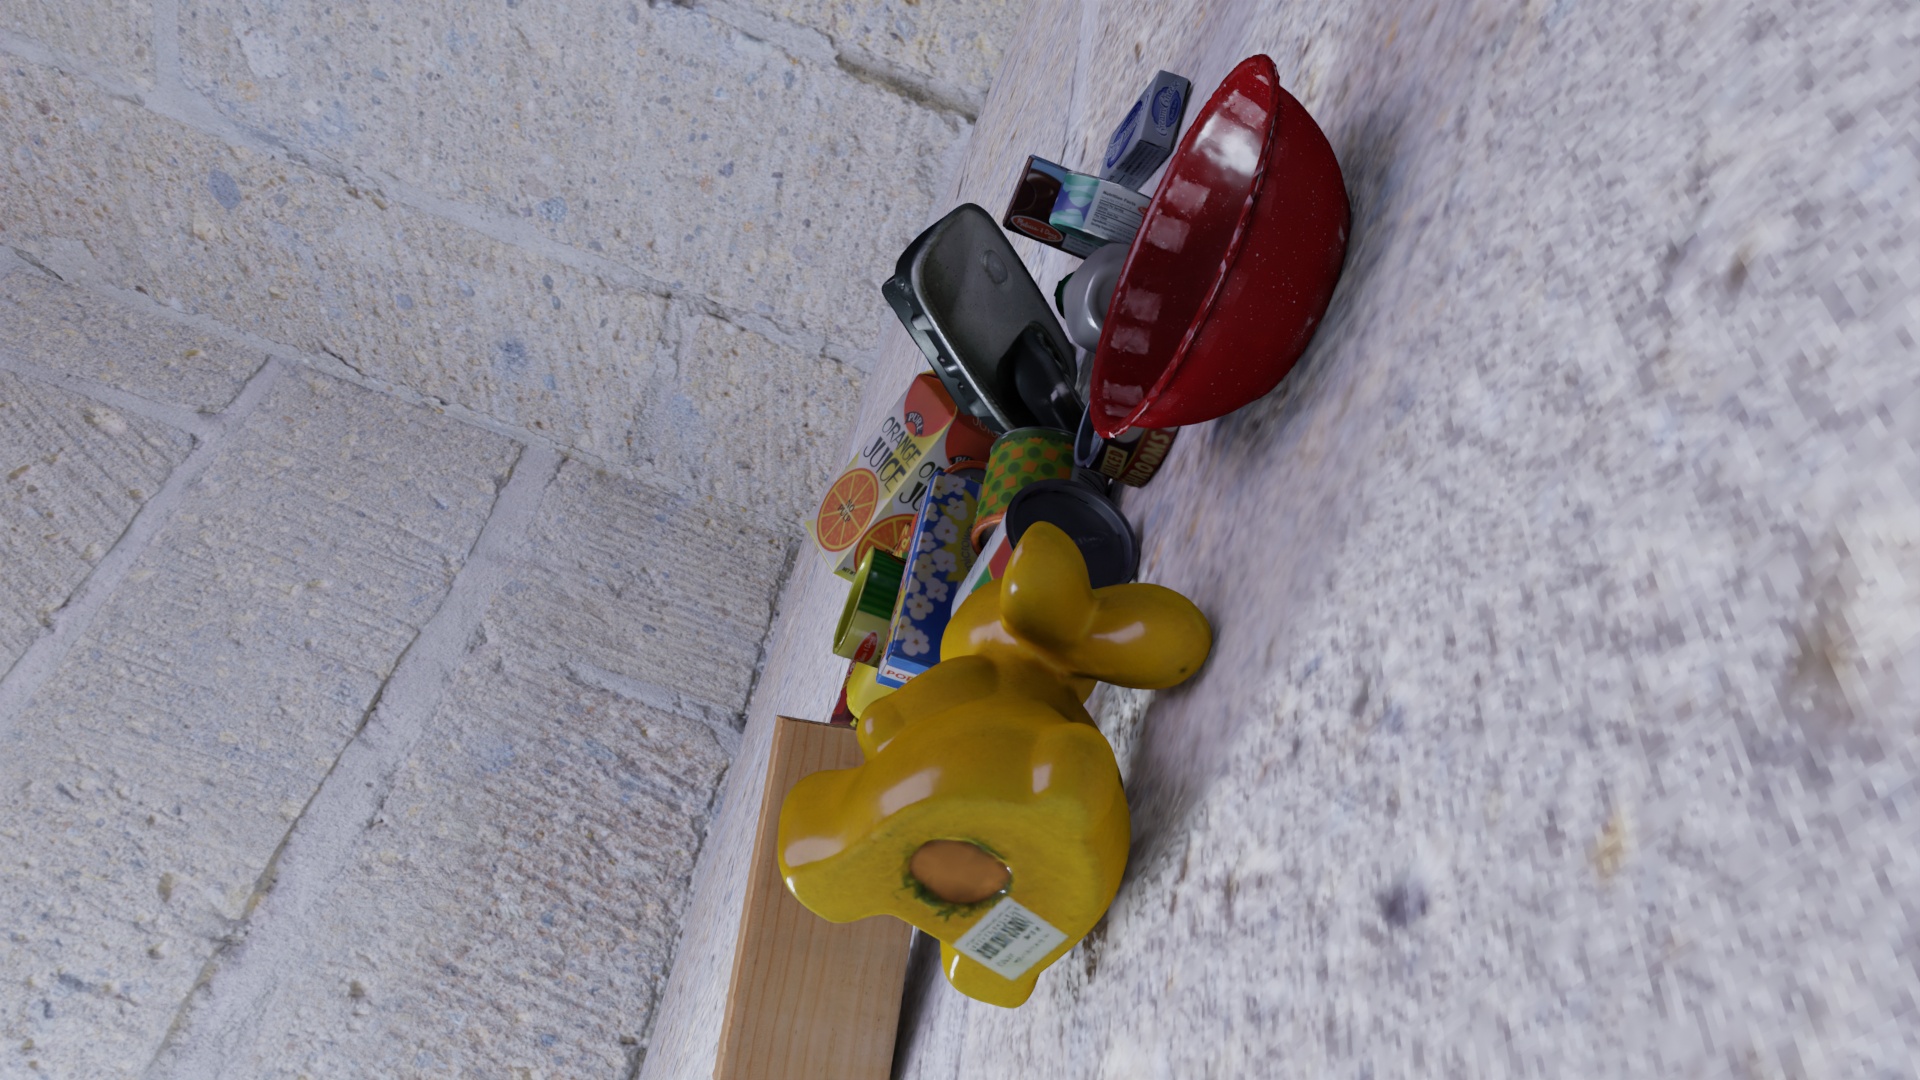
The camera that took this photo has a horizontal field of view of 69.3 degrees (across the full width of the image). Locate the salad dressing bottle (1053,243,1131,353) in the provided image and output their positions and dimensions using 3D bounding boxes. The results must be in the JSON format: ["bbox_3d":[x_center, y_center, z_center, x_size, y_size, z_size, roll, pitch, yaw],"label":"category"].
[{"bbox_3d":[0.084,-0.145,0.834,0.148,0.044,0.064,-112,41,-78],"label":"salad dressing bottle"}]

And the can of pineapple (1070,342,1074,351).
[{"bbox_3d":[0.042,-0.120,0.978,0.071,0.058,0.071,-158,88,-81],"label":"can of pineapple"}]

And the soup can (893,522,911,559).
[{"bbox_3d":[-0.026,0.036,1.013,0.071,0.071,0.083,-141,72,-81],"label":"soup can"}]

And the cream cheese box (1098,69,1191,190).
[{"bbox_3d":[0.121,-0.269,0.939,0.103,0.024,0.053,147,141,-76],"label":"cream cheese box"}]

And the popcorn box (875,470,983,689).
[{"bbox_3d":[0.010,0.030,0.760,0.038,0.085,0.127,120,166,-53],"label":"popcorn box"}]

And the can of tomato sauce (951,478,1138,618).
[{"bbox_3d":[0.040,0.022,0.669,0.082,0.071,0.071,120,167,-50],"label":"can of tomato sauce"}]

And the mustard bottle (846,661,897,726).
[{"bbox_3d":[-0.061,0.105,1.137,0.066,0.049,0.159,-80,13,-45],"label":"mustard bottle"}]

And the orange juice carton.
[{"bbox_3d":[-0.027,-0.054,1.054,0.192,0.072,0.073,-51,40,12],"label":"orange juice carton"}]

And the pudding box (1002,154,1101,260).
[{"bbox_3d":[0.074,-0.214,0.907,0.030,0.084,0.049,-96,27,-70],"label":"pudding box"}]

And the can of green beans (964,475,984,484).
[{"bbox_3d":[0.020,0.001,0.851,0.071,0.058,0.071,-158,88,-81],"label":"can of green beans"}]

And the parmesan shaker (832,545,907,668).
[{"bbox_3d":[-0.016,0.052,0.807,0.071,0.103,0.071,-157,88,-81],"label":"parmesan shaker"}]

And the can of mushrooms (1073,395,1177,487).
[{"bbox_3d":[0.083,-0.060,0.685,0.071,0.033,0.071,-157,88,-81],"label":"can of mushrooms"}]

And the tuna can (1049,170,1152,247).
[{"bbox_3d":[0.088,-0.197,0.841,0.071,0.071,0.032,-117,47,-78],"label":"tuna can"}]

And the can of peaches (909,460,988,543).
[{"bbox_3d":[0.003,-0.012,0.945,0.057,0.071,0.071,125,163,-56],"label":"can of peaches"}]

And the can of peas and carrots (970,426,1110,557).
[{"bbox_3d":[0.040,-0.017,0.732,0.070,0.071,0.059,124,163,-58],"label":"can of peas and carrots"}]

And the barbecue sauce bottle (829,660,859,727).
[{"bbox_3d":[-0.074,0.102,1.245,0.064,0.044,0.149,132,157,-69],"label":"barbecue sauce bottle"}]
